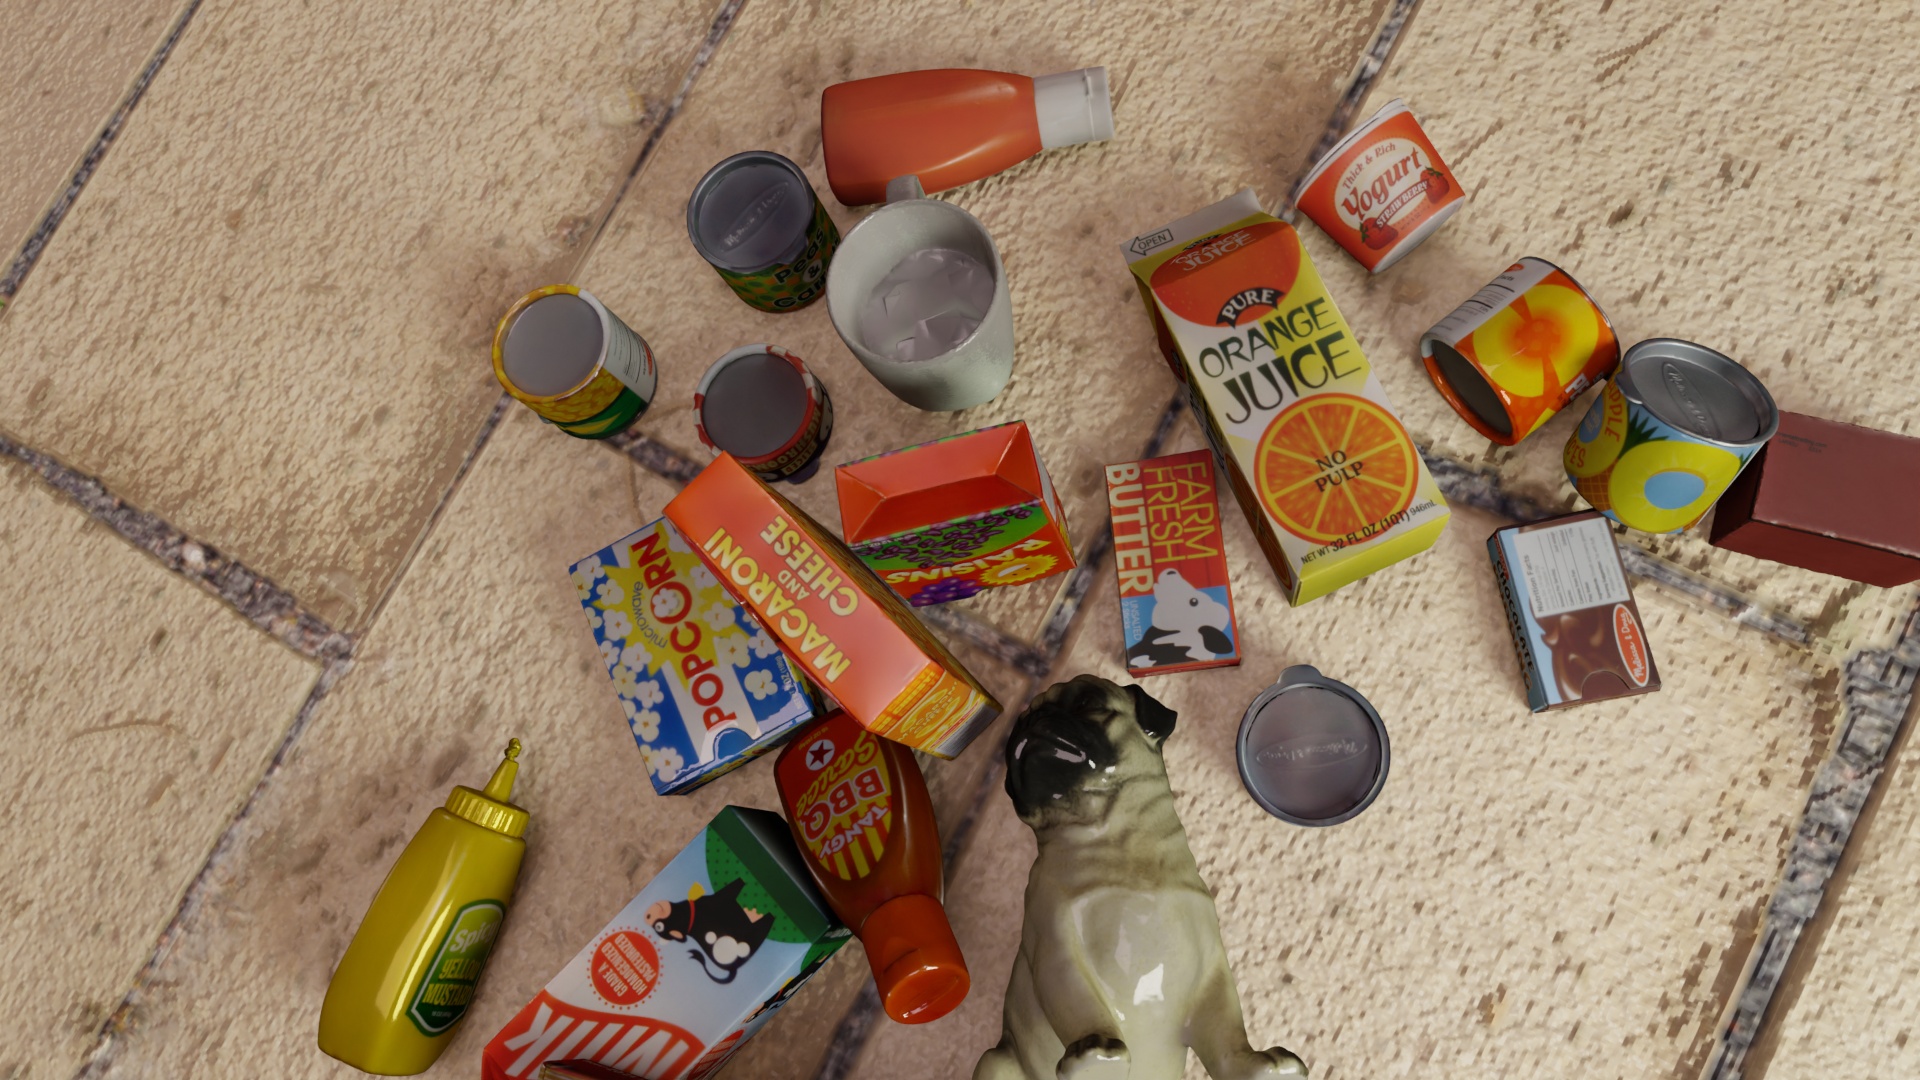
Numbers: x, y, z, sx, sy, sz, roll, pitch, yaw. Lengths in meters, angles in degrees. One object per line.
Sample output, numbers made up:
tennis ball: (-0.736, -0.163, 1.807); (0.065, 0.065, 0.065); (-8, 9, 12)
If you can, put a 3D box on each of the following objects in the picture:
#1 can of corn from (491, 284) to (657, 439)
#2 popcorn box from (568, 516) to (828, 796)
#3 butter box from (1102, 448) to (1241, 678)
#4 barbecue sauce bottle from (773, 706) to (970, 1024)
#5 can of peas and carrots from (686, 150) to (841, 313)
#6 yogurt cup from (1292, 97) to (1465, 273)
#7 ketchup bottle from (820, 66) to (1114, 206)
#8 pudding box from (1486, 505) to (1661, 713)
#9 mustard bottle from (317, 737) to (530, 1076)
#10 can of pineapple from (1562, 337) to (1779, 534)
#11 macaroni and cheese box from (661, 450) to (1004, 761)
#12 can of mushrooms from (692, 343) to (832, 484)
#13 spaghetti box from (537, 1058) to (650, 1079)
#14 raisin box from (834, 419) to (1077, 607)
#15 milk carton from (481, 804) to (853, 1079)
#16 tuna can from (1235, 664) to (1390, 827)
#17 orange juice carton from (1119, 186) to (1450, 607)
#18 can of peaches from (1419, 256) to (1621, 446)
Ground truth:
can of corn: (-0.202, -0.091, 0.721); (0.071, 0.058, 0.071); (-2, 76, 10)
popcorn box: (-0.129, 0.050, 0.683); (0.085, 0.038, 0.127); (-27, 73, 2)
butter box: (0.099, 0.010, 0.656); (0.053, 0.024, 0.103); (-8, 75, 10)
barbecue sauce bottle: (-0.036, 0.138, 0.604); (0.065, 0.043, 0.149); (-36, 40, 6)
can of peas and carrots: (-0.098, -0.156, 0.717); (0.071, 0.058, 0.071); (-2, 77, 10)
yogurt cup: (0.201, -0.165, 0.661); (0.072, 0.072, 0.054); (-38, 81, 0)
ketchup bottle: (0.004, -0.215, 0.720); (0.149, 0.043, 0.065); (-7, 76, 9)
pudding box: (0.270, 0.032, 0.616); (0.049, 0.030, 0.084); (-12, 75, 7)
mustard bottle: (-0.245, 0.170, 0.663); (0.049, 0.065, 0.160); (17, 76, 18)
can of pineapple: (0.303, -0.045, 0.601); (0.071, 0.057, 0.071); (6, 48, -6)
macaroni and cheese box: (-0.049, 0.036, 0.604); (0.040, 0.166, 0.124); (-45, 73, -1)
can of mushrooms: (-0.099, -0.063, 0.708); (0.071, 0.033, 0.071); (-2, 75, 10)
spaghetti box: (-0.058, 0.255, 0.527); (0.250, 0.028, 0.050); (8, 78, 22)
raisin box: (0.002, -0.008, 0.628); (0.086, 0.123, 0.040); (-14, 73, 7)
milk carton: (-0.139, 0.213, 0.627); (0.190, 0.072, 0.073); (-45, 73, -2)
tuna can: (0.156, 0.093, 0.621); (0.071, 0.032, 0.071); (-2, 76, 10)
orange juice carton: (0.145, -0.073, 0.643); (0.072, 0.073, 0.193); (-25, 73, 4)
can of peaches: (0.253, -0.083, 0.629); (0.058, 0.071, 0.071); (-37, 73, 1)
